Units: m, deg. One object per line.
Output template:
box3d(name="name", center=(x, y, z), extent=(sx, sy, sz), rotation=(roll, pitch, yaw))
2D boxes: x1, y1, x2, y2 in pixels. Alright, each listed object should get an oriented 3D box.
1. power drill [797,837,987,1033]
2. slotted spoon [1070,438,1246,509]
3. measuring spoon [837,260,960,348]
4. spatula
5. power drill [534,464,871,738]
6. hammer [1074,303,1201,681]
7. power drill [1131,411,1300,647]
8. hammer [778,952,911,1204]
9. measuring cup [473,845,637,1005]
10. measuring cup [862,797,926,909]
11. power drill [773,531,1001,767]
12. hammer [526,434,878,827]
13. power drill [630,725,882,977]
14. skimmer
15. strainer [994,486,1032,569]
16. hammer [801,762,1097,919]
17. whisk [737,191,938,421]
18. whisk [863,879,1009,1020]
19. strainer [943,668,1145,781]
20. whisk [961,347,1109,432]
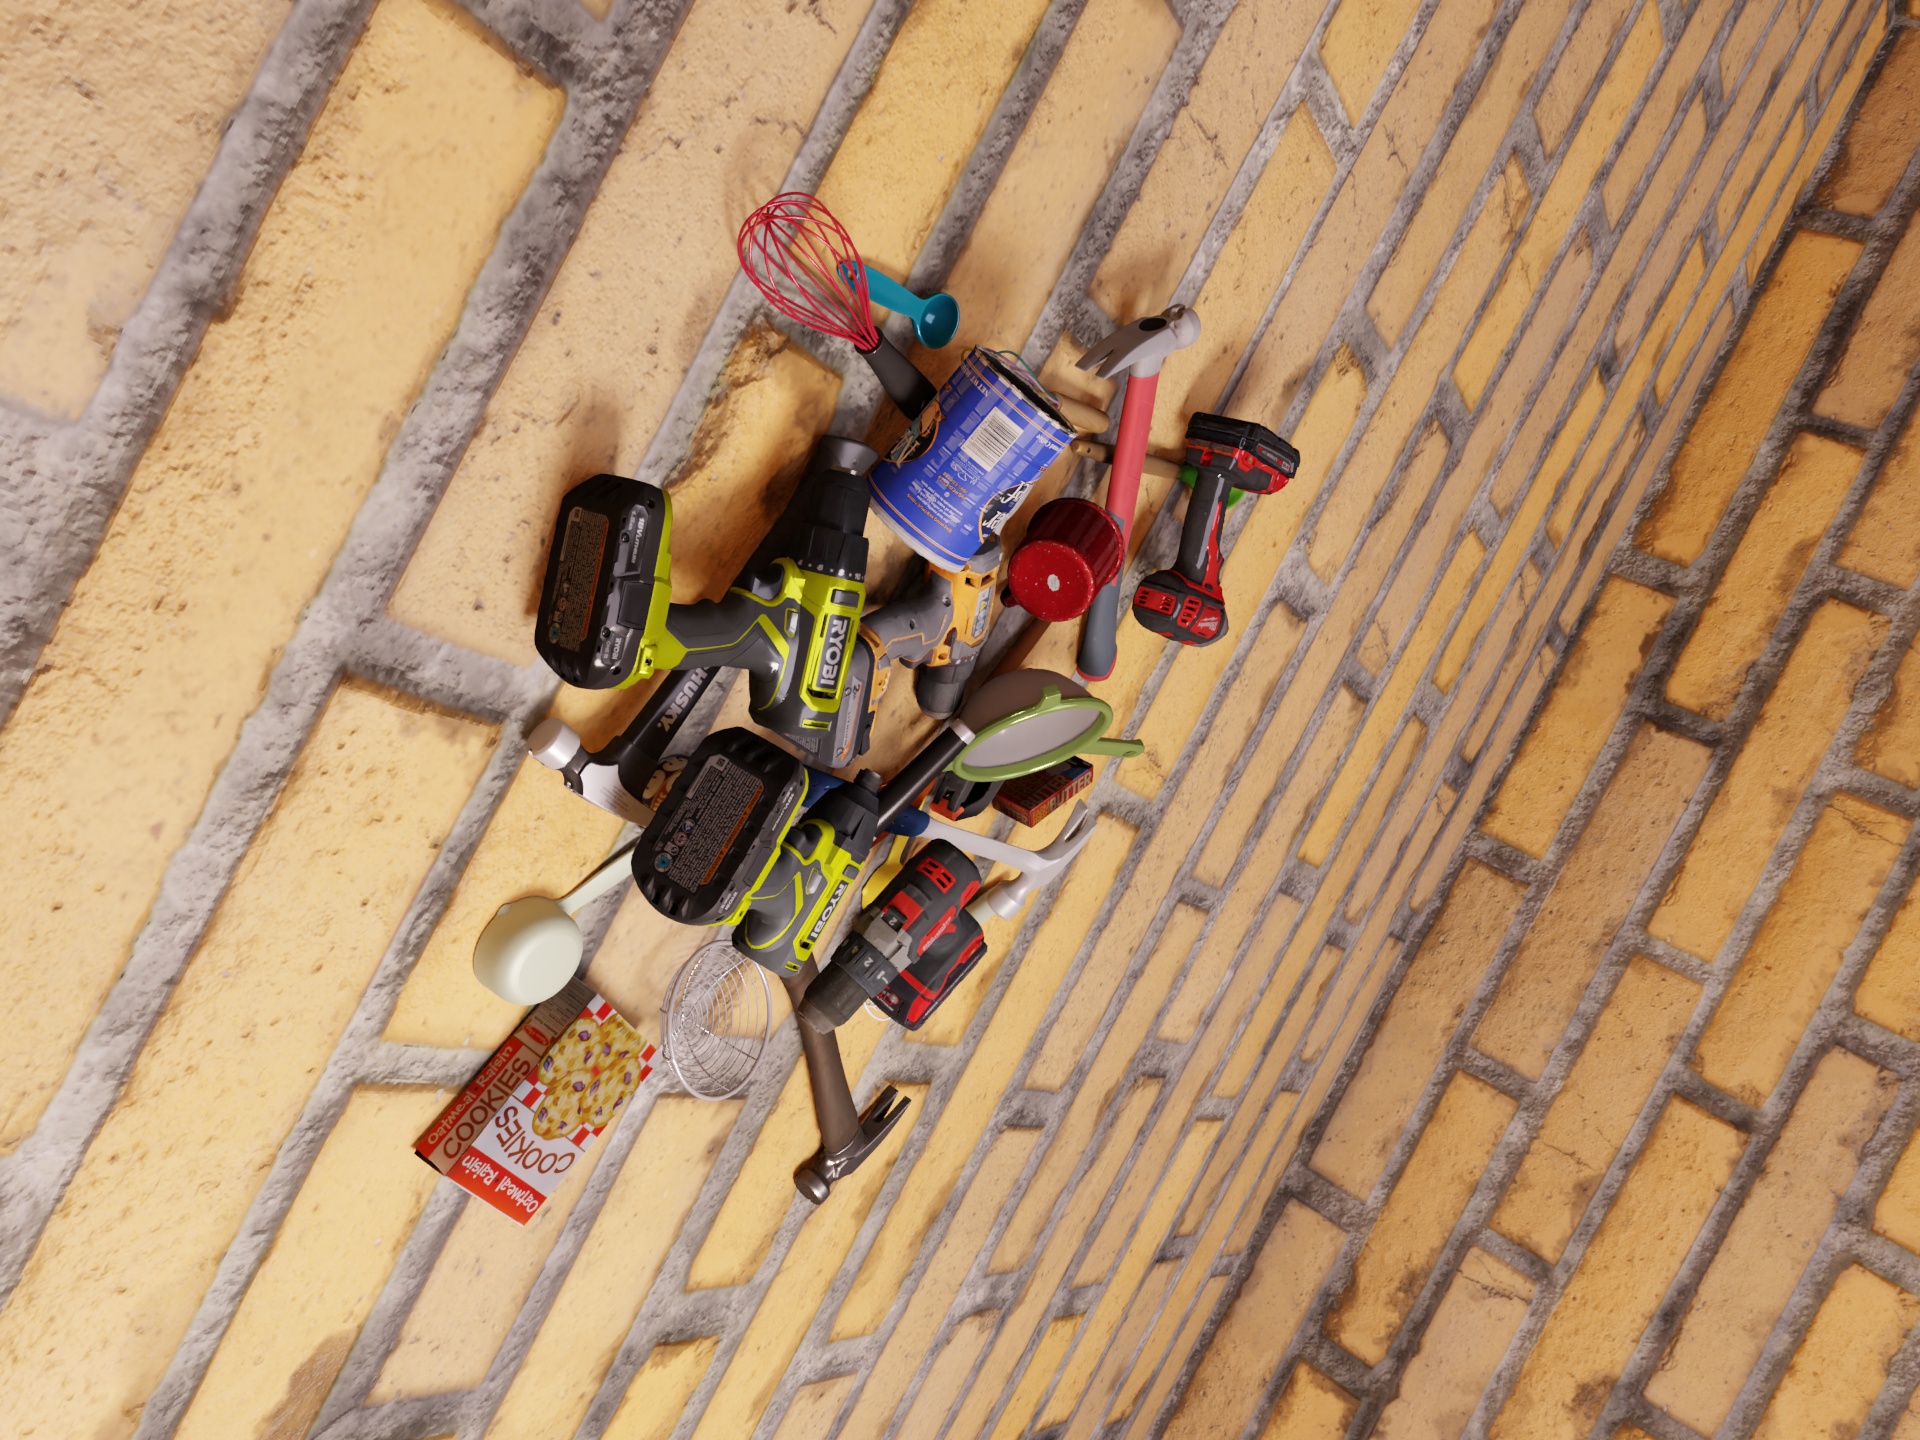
box3d(name="power drill", center=(-0.056, 0.206, 1.380), extent=(0.188, 0.080, 0.226), rotation=(-47, 164, -13))
box3d(name="slotted spoon", center=(0.197, -0.250, 1.556), extent=(0.313, 0.031, 0.070), rotation=(-1, 114, -53))
box3d(name="measuring spoon", center=(-0.050, -0.311, 1.170), extent=(0.128, 0.021, 0.042), rotation=(15, 101, -48))
box3d(name="spatula", center=(-0.002, -0.005, 1.463), extent=(0.323, 0.041, 0.080), rotation=(-52, 146, -24))
box3d(name="power drill", center=(-0.157, -0.093, 1.072), extent=(0.228, 0.080, 0.190), rotation=(8, 97, -45))
box3d(name="hammer", center=(0.138, -0.186, 1.472), extent=(0.143, 0.038, 0.386), rotation=(-35, 145, -38))
box3d(name="power drill", center=(0.251, -0.180, 1.571), extent=(0.143, 0.079, 0.219), rotation=(15, 94, -53))
box3d(name="hammer", center=(-0.127, 0.296, 1.500), extent=(0.146, 0.038, 0.410), rotation=(-42, 143, -31))
box3d(name="measuring cup", center=(-0.276, 0.144, 1.164), extent=(0.167, 0.038, 0.083), rotation=(-38, 141, -30))
box3d(name="measuring cup", center=(-0.046, 0.118, 1.484), extent=(0.062, 0.029, 0.156), rotation=(5, 109, -56))
box3d(name="power drill", center=(-0.055, -0.046, 1.302), extent=(0.226, 0.084, 0.185), rotation=(-36, 147, -43))
box3d(name="hammer", center=(-0.161, -0.071, 1.149), extent=(0.146, 0.035, 0.335), rotation=(46, 71, -39))
box3d(name="power drill", center=(-0.135, 0.091, 1.162), extent=(0.171, 0.080, 0.223), rotation=(-60, 158, -6))
box3d(name="skimmer", center=(-0.106, 0.150, 1.298), extent=(0.363, 0.090, 0.127), rotation=(-45, 137, 1))
box3d(name="strainer", center=(0.026, -0.152, 1.373), extent=(0.087, 0.050, 0.258), rotation=(-37, 148, -55))
box3d(name="hammer", center=(-0.026, 0.091, 1.422), extent=(0.144, 0.035, 0.405), rotation=(-45, 143, 18))
box3d(name="whisk", center=(-0.072, -0.278, 1.122), extent=(0.073, 0.073, 0.295), rotation=(-60, 155, -3))
box3d(name="whisk", center=(-0.018, 0.222, 1.591), extent=(0.246, 0.058, 0.059), rotation=(-32, 108, -45))
box3d(name="strainer", center=(0.088, -0.003, 1.458), extent=(0.151, 0.069, 0.256), rotation=(-33, 157, 31))
box3d(name="whisk", center=(0.067, -0.275, 1.339), extent=(0.051, 0.047, 0.245), rotation=(-58, 155, 17))
